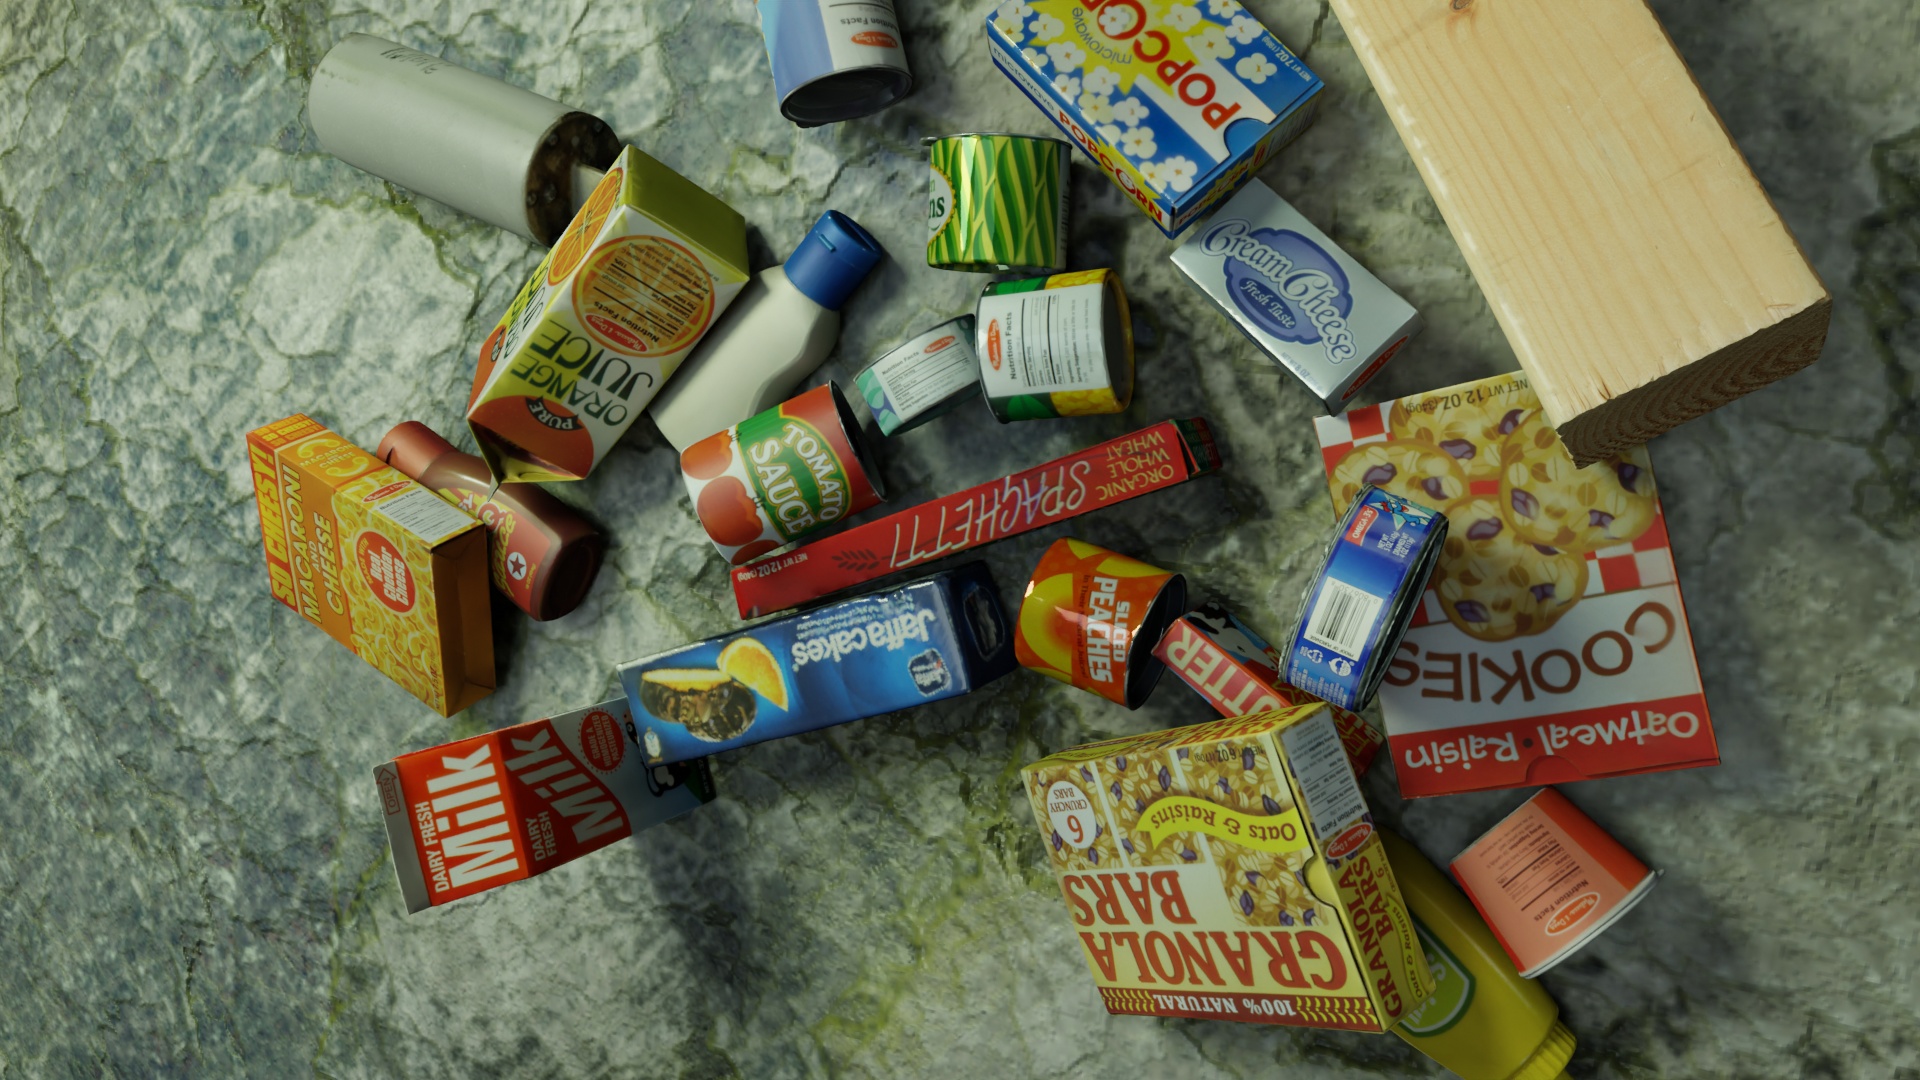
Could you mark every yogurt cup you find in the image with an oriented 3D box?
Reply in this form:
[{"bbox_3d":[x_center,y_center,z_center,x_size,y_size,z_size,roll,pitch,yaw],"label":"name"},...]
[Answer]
[{"bbox_3d":[0.239,0.137,0.568,0.072,0.072,0.054,-47,67,21],"label":"yogurt cup"}]

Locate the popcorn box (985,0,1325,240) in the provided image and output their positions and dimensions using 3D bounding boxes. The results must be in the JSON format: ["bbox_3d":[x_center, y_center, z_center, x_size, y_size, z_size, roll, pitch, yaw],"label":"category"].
[{"bbox_3d":[0.083,-0.206,0.609,0.085,0.038,0.127,-40,76,-4],"label":"popcorn box"}]

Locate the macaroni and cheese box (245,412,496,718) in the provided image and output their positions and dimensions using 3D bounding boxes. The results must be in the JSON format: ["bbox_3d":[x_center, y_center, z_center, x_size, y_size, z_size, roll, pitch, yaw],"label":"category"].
[{"bbox_3d":[-0.346,0.013,0.820,0.167,0.040,0.123,27,127,25],"label":"macaroni and cheese box"}]

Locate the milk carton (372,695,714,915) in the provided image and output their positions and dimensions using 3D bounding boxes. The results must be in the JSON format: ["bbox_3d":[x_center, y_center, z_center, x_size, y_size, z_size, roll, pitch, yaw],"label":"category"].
[{"bbox_3d":[-0.216,0.128,0.709,0.073,0.191,0.072,-16,88,25],"label":"milk carton"}]

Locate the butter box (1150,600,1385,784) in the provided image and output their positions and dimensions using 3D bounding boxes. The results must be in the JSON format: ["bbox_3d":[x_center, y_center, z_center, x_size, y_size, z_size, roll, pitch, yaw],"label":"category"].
[{"bbox_3d":[0.137,0.070,0.615,0.103,0.053,0.024,40,112,17],"label":"butter box"}]

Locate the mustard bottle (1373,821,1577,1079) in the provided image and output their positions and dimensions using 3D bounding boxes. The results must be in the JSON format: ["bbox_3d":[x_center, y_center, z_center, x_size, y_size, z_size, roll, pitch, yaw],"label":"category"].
[{"bbox_3d":[0.210,0.189,0.593,0.160,0.049,0.065,41,116,17],"label":"mustard bottle"}]

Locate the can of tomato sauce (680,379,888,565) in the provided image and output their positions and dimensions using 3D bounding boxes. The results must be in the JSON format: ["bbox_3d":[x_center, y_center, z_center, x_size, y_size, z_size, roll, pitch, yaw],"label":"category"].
[{"bbox_3d":[-0.087,-0.032,0.689,0.083,0.071,0.071,-24,84,4],"label":"can of tomato sauce"}]

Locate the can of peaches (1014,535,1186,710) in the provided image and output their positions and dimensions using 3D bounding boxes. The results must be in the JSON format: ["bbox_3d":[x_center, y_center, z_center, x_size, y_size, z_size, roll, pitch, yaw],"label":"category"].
[{"bbox_3d":[0.064,0.037,0.637,0.058,0.071,0.071,20,103,23],"label":"can of peaches"}]

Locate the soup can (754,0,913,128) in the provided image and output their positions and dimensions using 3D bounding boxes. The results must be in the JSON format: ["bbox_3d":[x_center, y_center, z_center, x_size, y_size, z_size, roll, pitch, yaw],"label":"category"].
[{"bbox_3d":[-0.067,-0.255,0.678,0.071,0.071,0.083,-15,88,26],"label":"soup can"}]

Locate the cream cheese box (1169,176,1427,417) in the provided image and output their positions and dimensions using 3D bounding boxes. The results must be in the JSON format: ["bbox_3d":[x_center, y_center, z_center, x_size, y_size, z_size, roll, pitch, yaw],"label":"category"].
[{"bbox_3d":[0.143,-0.106,0.594,0.053,0.024,0.104,-44,59,8],"label":"cream cheese box"}]

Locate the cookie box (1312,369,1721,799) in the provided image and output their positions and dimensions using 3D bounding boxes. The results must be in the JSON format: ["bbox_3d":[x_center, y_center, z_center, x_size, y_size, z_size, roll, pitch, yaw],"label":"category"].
[{"bbox_3d":[0.227,0.016,0.575,0.123,0.040,0.167,-13,89,25],"label":"cookie box"}]

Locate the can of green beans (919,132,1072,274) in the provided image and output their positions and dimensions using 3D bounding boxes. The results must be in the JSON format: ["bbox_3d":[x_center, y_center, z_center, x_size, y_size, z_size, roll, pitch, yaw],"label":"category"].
[{"bbox_3d":[0.018,-0.155,0.645,0.071,0.071,0.057,6,98,25],"label":"can of green beans"}]

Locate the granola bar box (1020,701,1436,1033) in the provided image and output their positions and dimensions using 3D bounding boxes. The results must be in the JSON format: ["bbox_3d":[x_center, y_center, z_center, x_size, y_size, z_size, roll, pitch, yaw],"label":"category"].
[{"bbox_3d":[0.107,0.144,0.602,0.165,0.039,0.124,-23,87,53],"label":"granola bar box"}]

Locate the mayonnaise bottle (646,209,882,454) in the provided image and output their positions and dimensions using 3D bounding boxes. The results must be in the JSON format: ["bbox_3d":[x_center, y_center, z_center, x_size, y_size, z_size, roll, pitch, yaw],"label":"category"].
[{"bbox_3d":[-0.099,-0.103,0.719,0.065,0.041,0.147,48,110,13],"label":"mayonnaise bottle"}]

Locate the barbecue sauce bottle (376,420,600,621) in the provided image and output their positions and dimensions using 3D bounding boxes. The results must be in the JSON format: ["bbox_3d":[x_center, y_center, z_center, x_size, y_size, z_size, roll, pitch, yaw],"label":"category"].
[{"bbox_3d":[-0.277,-0.017,0.807,0.149,0.044,0.064,35,117,19],"label":"barbecue sauce bottle"}]

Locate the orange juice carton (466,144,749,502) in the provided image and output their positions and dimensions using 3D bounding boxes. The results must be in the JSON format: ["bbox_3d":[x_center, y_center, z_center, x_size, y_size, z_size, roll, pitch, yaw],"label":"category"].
[{"bbox_3d":[-0.196,-0.103,0.729,0.192,0.073,0.072,-45,34,23],"label":"orange juice carton"}]

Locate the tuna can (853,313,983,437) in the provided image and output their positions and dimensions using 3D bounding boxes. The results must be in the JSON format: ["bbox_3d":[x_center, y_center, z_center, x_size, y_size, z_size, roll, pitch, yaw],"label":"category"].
[{"bbox_3d":[-0.015,-0.078,0.668,0.071,0.071,0.033,-29,90,24],"label":"tuna can"}]

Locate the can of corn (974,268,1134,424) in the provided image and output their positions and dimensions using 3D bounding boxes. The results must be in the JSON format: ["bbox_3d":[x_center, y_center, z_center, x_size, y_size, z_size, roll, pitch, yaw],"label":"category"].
[{"bbox_3d":[0.045,-0.089,0.638,0.058,0.071,0.071,-4,93,19],"label":"can of corn"}]

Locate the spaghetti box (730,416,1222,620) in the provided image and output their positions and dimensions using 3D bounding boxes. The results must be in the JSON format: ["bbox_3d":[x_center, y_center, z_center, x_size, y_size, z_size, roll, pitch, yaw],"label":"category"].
[{"bbox_3d":[0.002,-0.008,0.674,0.249,0.050,0.028,-18,88,25],"label":"spaghetti box"}]
